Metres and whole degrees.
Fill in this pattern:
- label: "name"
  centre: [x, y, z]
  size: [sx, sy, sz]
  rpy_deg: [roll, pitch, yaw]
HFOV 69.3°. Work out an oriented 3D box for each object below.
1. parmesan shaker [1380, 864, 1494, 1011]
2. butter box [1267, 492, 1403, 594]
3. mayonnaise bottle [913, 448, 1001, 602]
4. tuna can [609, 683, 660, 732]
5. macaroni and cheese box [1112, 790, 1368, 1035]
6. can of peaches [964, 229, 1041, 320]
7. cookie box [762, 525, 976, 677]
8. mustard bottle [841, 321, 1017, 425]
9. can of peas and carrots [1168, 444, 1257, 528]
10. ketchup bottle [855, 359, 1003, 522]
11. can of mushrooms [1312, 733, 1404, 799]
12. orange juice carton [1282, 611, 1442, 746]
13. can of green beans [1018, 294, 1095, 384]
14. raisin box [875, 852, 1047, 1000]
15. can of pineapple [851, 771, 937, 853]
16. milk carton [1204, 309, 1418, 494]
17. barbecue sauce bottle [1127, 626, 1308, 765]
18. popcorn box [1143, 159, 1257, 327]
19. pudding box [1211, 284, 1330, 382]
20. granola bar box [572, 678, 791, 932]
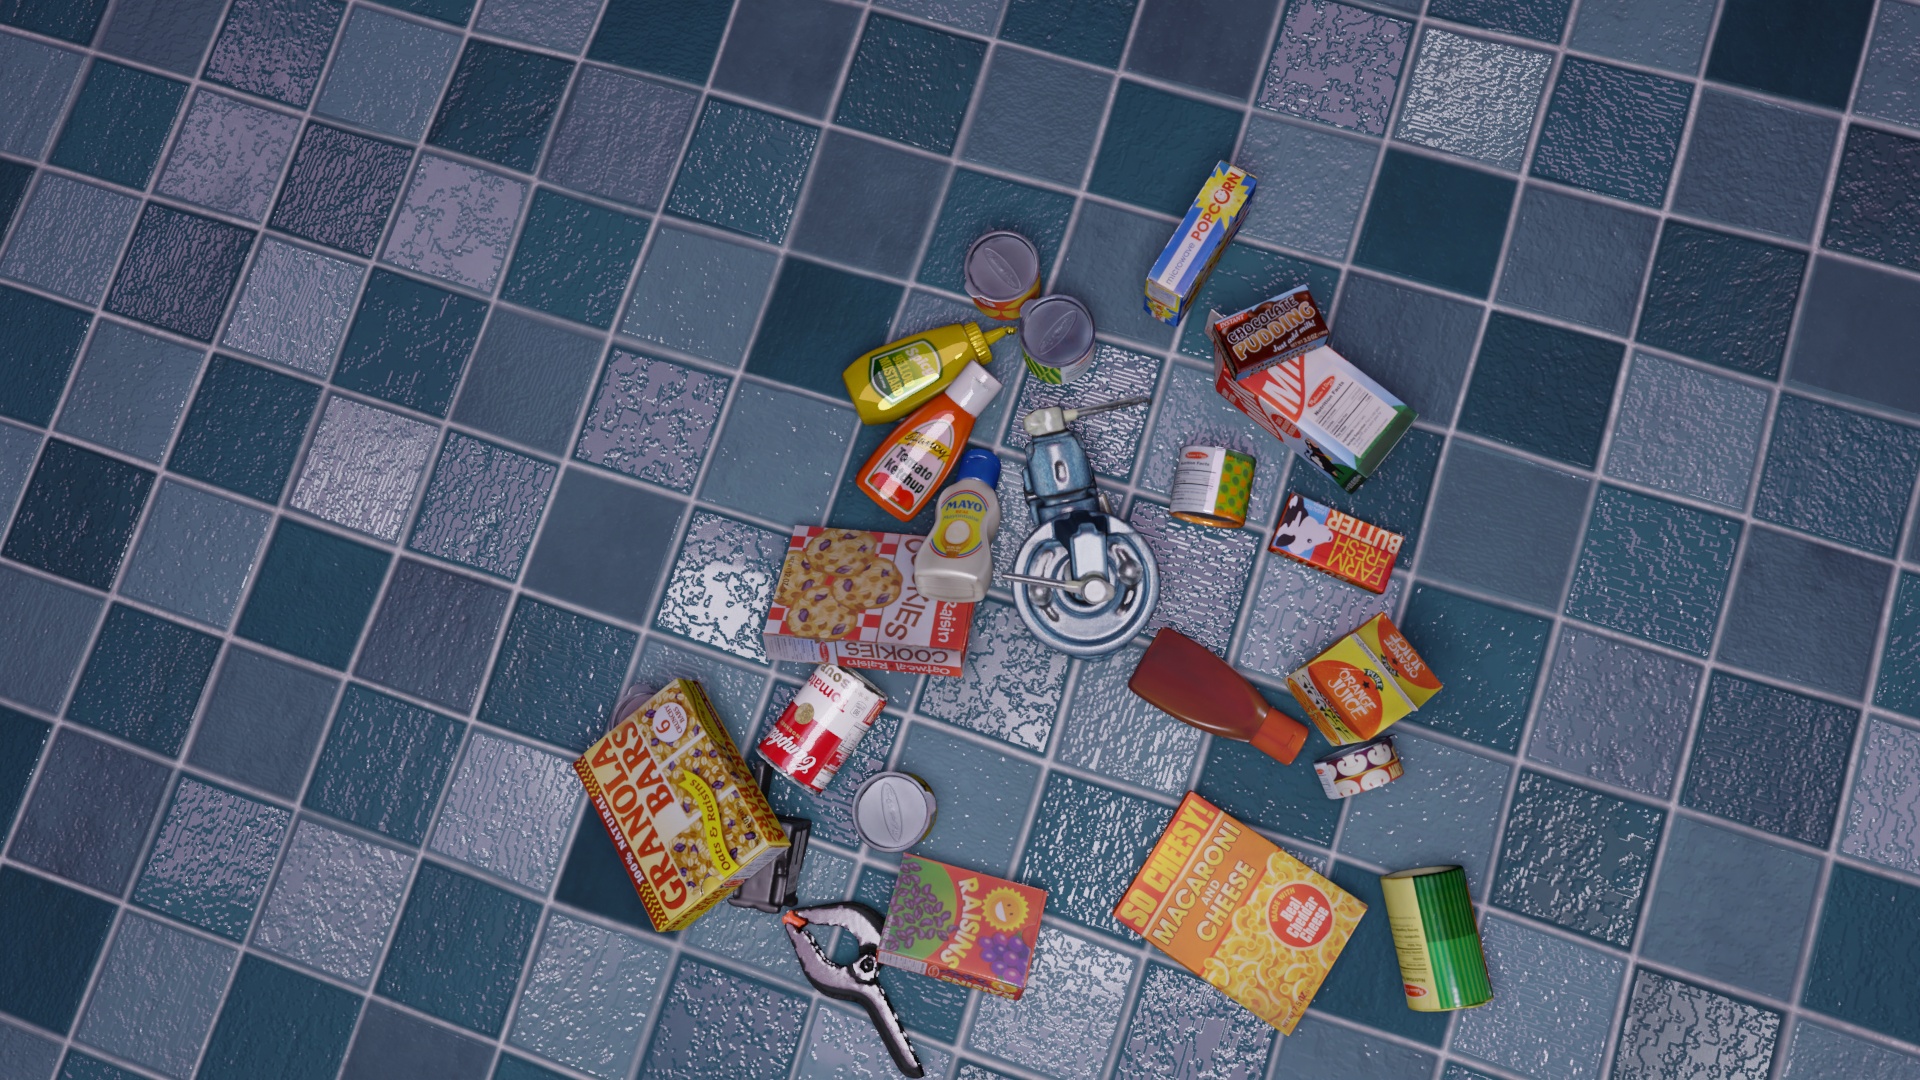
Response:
- label: "parmesan shaker"
  centre: [0.381, 0.315, 1.107]
  size: [0.071, 0.071, 0.103]
  rpy_deg: [-10, 80, 4]
- label: "butter box"
  centre: [0.321, 0.003, 1.189]
  size: [0.103, 0.024, 0.053]
  rpy_deg: [23, 83, 9]
- label: "mayonnaise bottle"
  centre: [0.004, -0.015, 1.178]
  size: [0.065, 0.041, 0.149]
  rpy_deg: [4, 48, 12]
- label: "tuna can"
  centre: [-0.270, 0.160, 1.213]
  size: [0.071, 0.033, 0.071]
  rpy_deg: [-1, 81, 5]
- label: "macaroni and cheese box"
  centre: [0.227, 0.303, 1.139]
  size: [0.166, 0.040, 0.124]
  rpy_deg: [33, 85, 9]
- label: "can of peaches"
  centre: [0.037, -0.234, 1.238]
  size: [0.071, 0.058, 0.071]
  rpy_deg: [-1, 81, 5]
- label: "cookie box"
  centre: [-0.071, 0.049, 1.179]
  size: [0.167, 0.040, 0.123]
  rpy_deg: [5, 48, 6]
- label: "mustard bottle"
  centre: [-0.024, -0.158, 1.235]
  size: [0.160, 0.049, 0.065]
  rpy_deg: [-25, 85, 1]
- label: "can of peas and carrots"
  centre: [0.217, -0.045, 1.187]
  size: [0.071, 0.071, 0.059]
  rpy_deg: [11, 83, 7]
- label: "ketchup bottle"
  centre: [-0.024, -0.090, 1.211]
  size: [0.064, 0.043, 0.148]
  rpy_deg: [39, 98, -10]
- label: "can of mushrooms"
  centre: [0.328, 0.185, 1.136]
  size: [0.071, 0.071, 0.033]
  rpy_deg: [-20, 80, 2]
- label: "orange juice carton"
  centre: [0.314, 0.110, 1.086]
  size: [0.073, 0.192, 0.072]
  rpy_deg: [-35, 79, -2]
- label: "can of green beans"
  centre: [0.086, -0.177, 1.224]
  size: [0.071, 0.057, 0.071]
  rpy_deg: [-1, 81, 5]
- label: "raisin box"
  centre: [0.001, 0.316, 1.139]
  size: [0.123, 0.039, 0.086]
  rpy_deg: [15, 54, 3]
- label: "can of pineapple"
  centre: [-0.053, 0.228, 1.169]
  size: [0.071, 0.058, 0.071]
  rpy_deg: [-1, 81, 5]
- label: "milk carton"
  centre: [0.287, -0.131, 1.191]
  size: [0.191, 0.072, 0.073]
  rpy_deg: [39, 86, 9]
- label: "barbecue sauce bottle"
  centre: [0.218, 0.135, 1.167]
  size: [0.148, 0.043, 0.065]
  rpy_deg: [31, 85, 9]
- label: "popcorn box"
  centre: [0.208, -0.257, 1.212]
  size: [0.038, 0.085, 0.127]
  rpy_deg: [32, 85, 10]
- label: "pudding box"
  centre: [0.256, -0.171, 1.147]
  size: [0.084, 0.030, 0.050]
  rpy_deg: [-22, 77, 0]
- label: "granola bar box"
  centre: [-0.231, 0.216, 1.139]
  size: [0.124, 0.039, 0.166]
  rpy_deg: [-39, 68, 12]
